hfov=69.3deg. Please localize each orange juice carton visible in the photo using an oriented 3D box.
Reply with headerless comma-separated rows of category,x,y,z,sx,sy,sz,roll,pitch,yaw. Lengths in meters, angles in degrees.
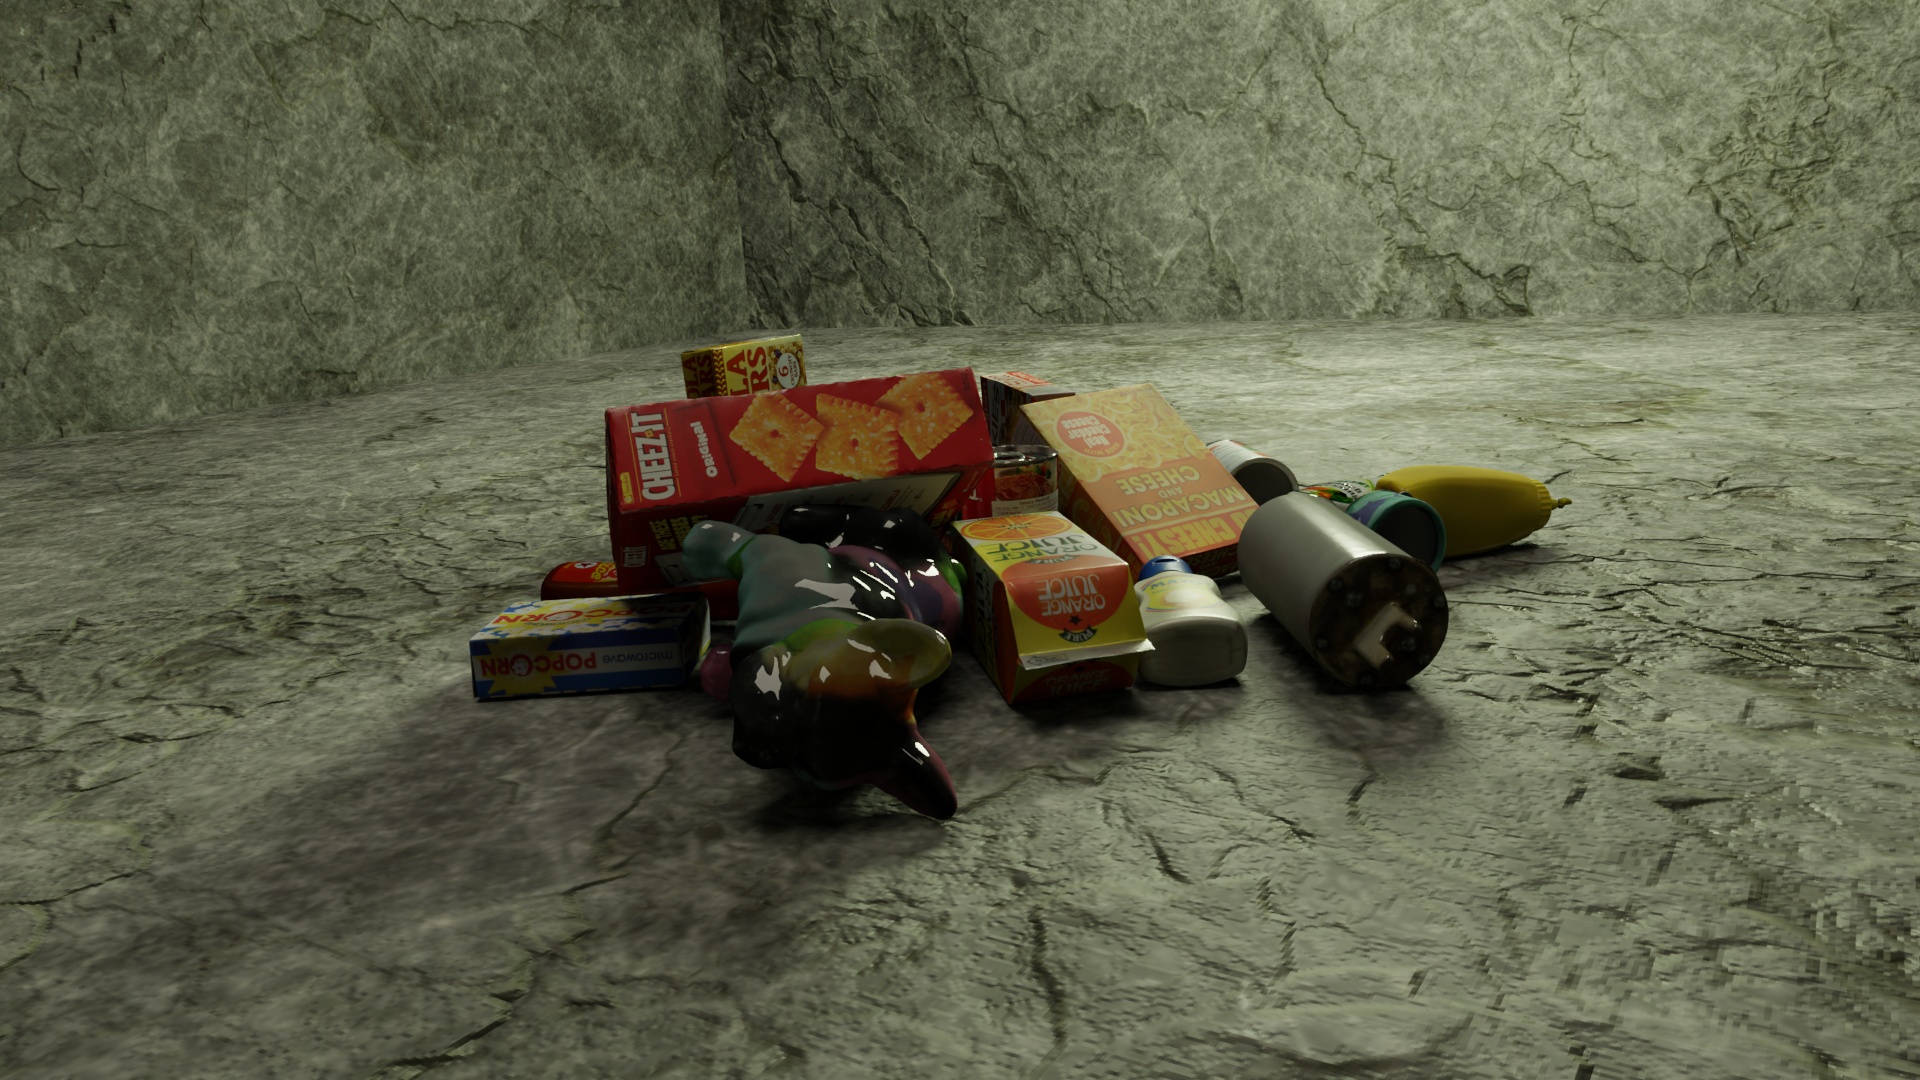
orange juice carton,0.048,0.039,0.797,0.072,0.072,0.193,-6,14,-10

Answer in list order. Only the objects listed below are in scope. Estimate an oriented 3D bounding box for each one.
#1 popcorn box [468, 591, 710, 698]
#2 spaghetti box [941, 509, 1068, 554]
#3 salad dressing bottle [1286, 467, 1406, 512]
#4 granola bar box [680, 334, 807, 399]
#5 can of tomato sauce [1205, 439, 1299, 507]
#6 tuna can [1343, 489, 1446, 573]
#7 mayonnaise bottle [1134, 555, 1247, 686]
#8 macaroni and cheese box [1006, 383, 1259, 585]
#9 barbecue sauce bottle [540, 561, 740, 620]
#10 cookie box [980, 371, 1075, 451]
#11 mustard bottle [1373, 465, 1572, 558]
popcorn box,-0.223,0.063,0.850,0.127,0.038,0.085,-4,13,1
spaghetti box,0.004,-0.014,1.085,0.029,0.050,0.250,-14,17,-32
salad dressing bottle,0.306,-0.027,1.065,0.148,0.044,0.064,-14,21,-38
granola bar box,-0.182,-0.093,1.226,0.039,0.165,0.125,1,13,32
can of tomato sauce,0.225,-0.040,1.104,0.071,0.071,0.083,-6,14,-8
tuna can,0.281,0.000,0.903,0.071,0.071,0.033,-9,15,-20
mayonnaise bottle,0.128,0.044,0.822,0.065,0.041,0.148,-5,14,3
macaroni and cheese box,0.129,-0.039,0.992,0.124,0.040,0.167,-13,51,-29
barbecue sauce bottle,-0.205,0.036,0.946,0.148,0.043,0.065,-1,13,12
cookie box,0.057,-0.071,1.153,0.040,0.122,0.168,-6,13,-12
mustard bottle,0.371,-0.022,0.996,0.160,0.065,0.049,-3,17,-21
